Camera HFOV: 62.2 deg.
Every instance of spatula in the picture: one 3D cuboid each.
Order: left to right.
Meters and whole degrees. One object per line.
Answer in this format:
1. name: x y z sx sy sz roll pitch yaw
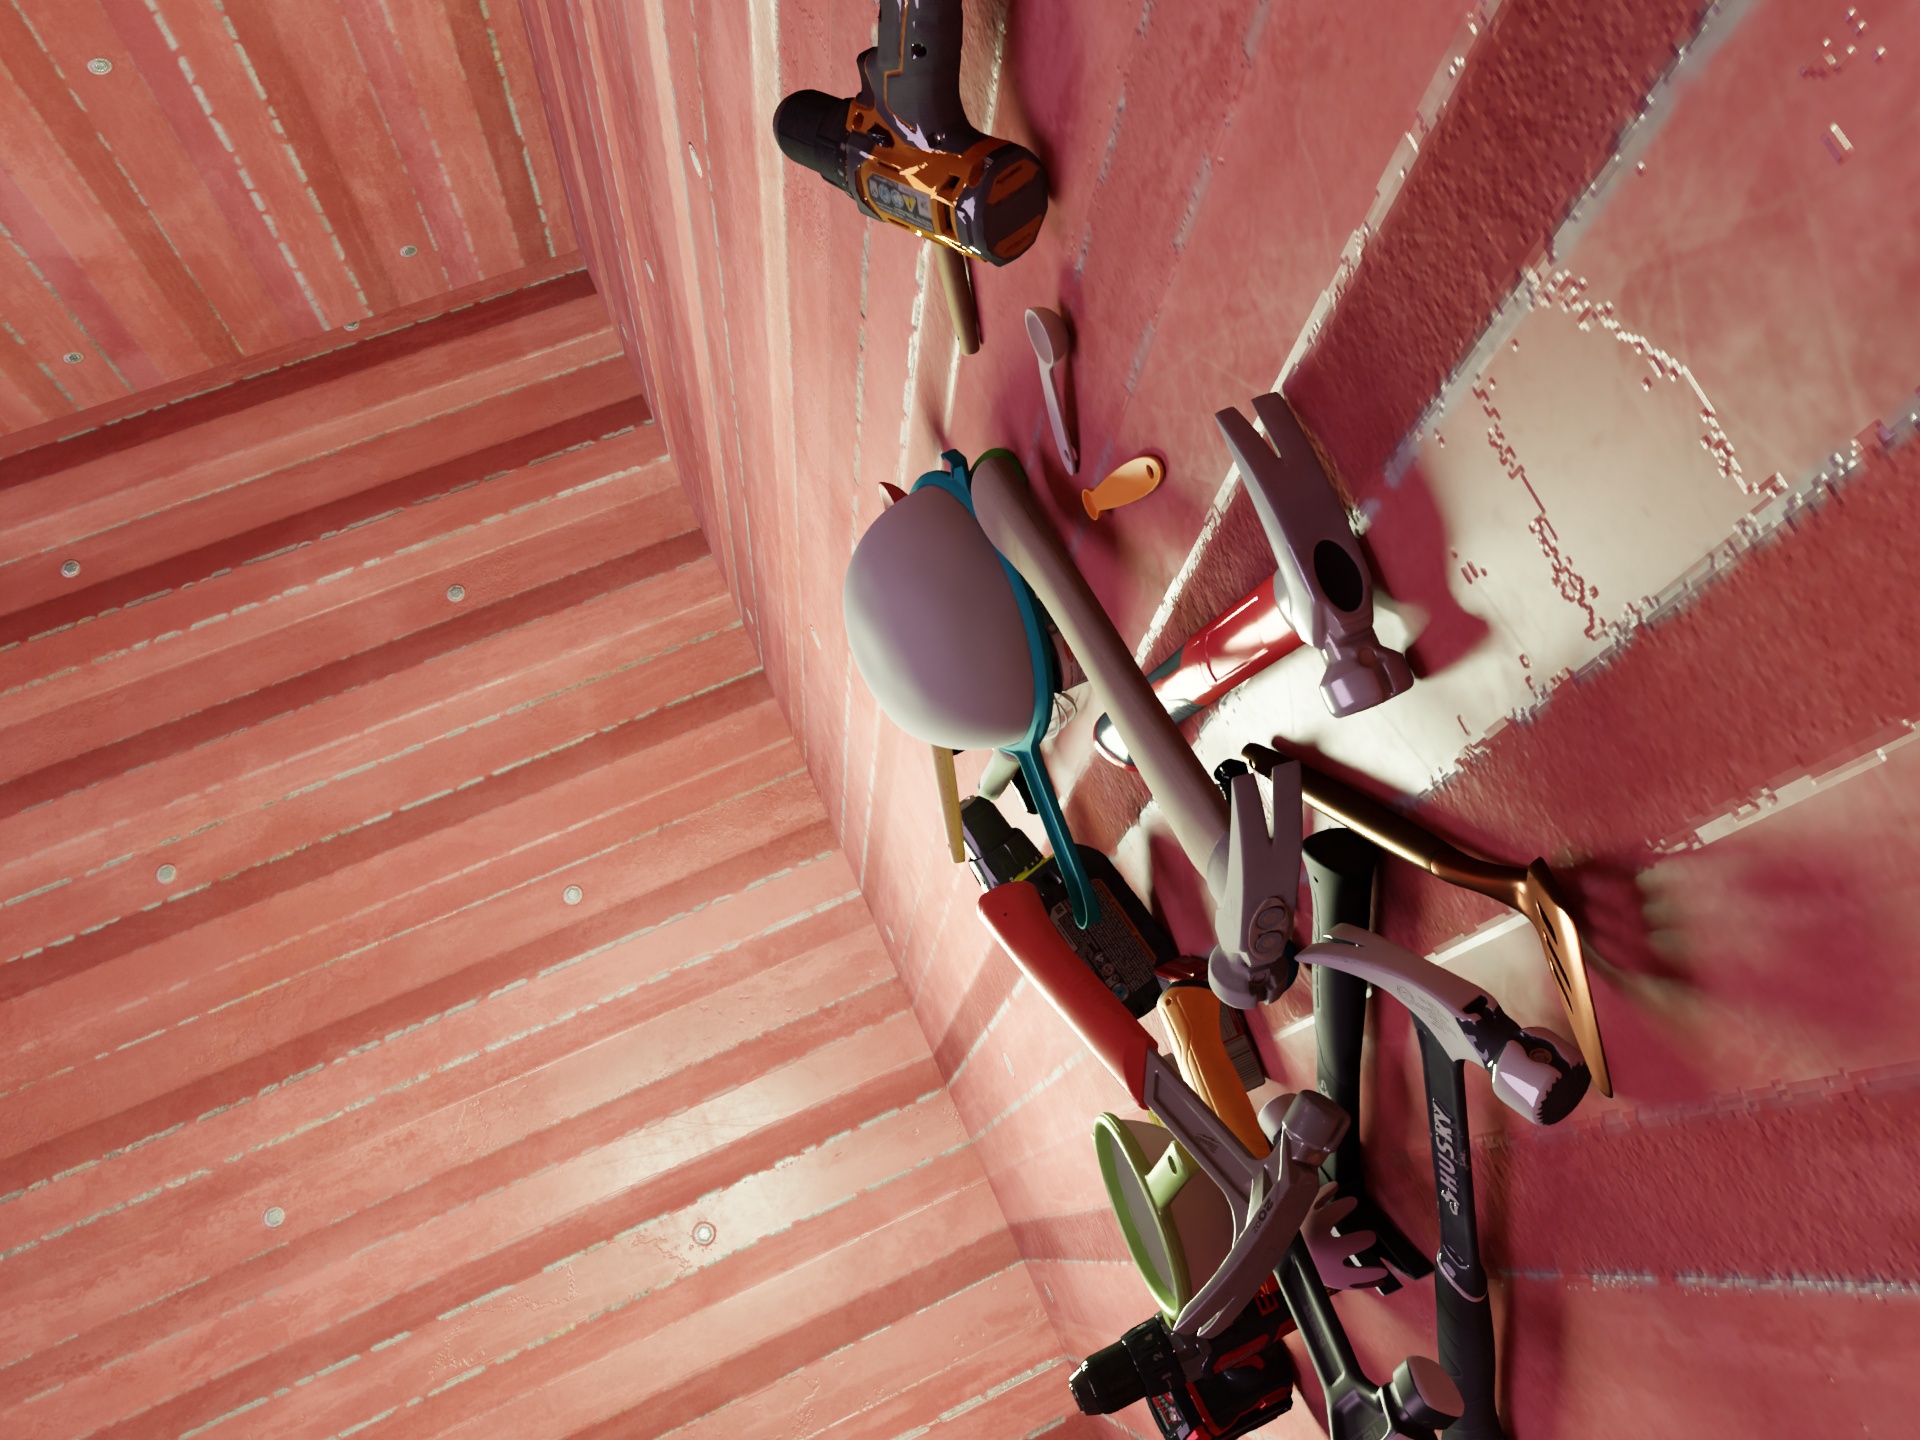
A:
1. spatula: 0.194 0.059 0.709 0.323 0.041 0.081 -140 30 -68

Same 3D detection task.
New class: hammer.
1. hammer: 0.081 -0.039 0.872 0.411 0.038 0.146 -116 16 -47
2. hammer: 0.094 0.208 0.991 0.036 0.149 0.359 25 -171 -32
3. hammer: 0.124 -0.041 0.851 0.386 0.038 0.143 129 119 -77
4. hammer: 0.168 0.278 0.907 0.034 0.127 0.337 25 -154 -26
5. hammer: 0.212 0.184 0.877 0.146 0.035 0.334 -123 16 -46
6. hammer: 0.251 0.268 0.814 0.149 0.036 0.408 37 151 48

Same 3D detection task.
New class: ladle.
1. ladle: -0.036 -0.358 0.953 0.078 0.062 0.319 -111 4 -48
2. ladle: -0.027 -0.040 1.290 0.069 0.031 0.315 151 110 -83

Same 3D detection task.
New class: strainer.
1. strainer: -0.002 -0.004 1.114 0.340 0.095 0.211 69 160 6
2. strainer: 0.156 0.319 1.092 0.256 0.069 0.152 95 155 -61

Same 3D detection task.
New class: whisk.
1. whisk: 0.042 0.018 1.248 0.246 0.059 0.058 115 172 -68

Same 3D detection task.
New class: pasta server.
1. pasta server: 0.189 0.287 1.028 0.316 0.040 0.060 -152 42 -80

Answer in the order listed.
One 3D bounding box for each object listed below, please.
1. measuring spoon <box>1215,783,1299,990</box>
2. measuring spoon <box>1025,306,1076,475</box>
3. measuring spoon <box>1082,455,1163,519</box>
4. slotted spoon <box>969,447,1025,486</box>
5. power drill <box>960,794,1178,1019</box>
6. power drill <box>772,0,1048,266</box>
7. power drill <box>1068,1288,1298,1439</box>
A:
1. measuring spoon: 0.175 0.097 0.936 0.042 0.021 0.129 21 -127 -75
2. measuring spoon: 0.060 -0.192 0.933 0.034 0.018 0.124 58 172 39
3. measuring spoon: 0.093 -0.132 0.898 0.021 0.011 0.117 68 165 -3
4. slotted spoon: 0.005 -0.103 1.211 0.313 0.031 0.070 108 144 -64
5. power drill: 0.073 0.146 1.263 0.190 0.080 0.228 55 170 -7
6. power drill: -0.045 -0.361 0.821 0.185 0.084 0.226 33 152 32
7. power drill: 0.181 0.514 1.257 0.226 0.188 0.080 76 167 -52
